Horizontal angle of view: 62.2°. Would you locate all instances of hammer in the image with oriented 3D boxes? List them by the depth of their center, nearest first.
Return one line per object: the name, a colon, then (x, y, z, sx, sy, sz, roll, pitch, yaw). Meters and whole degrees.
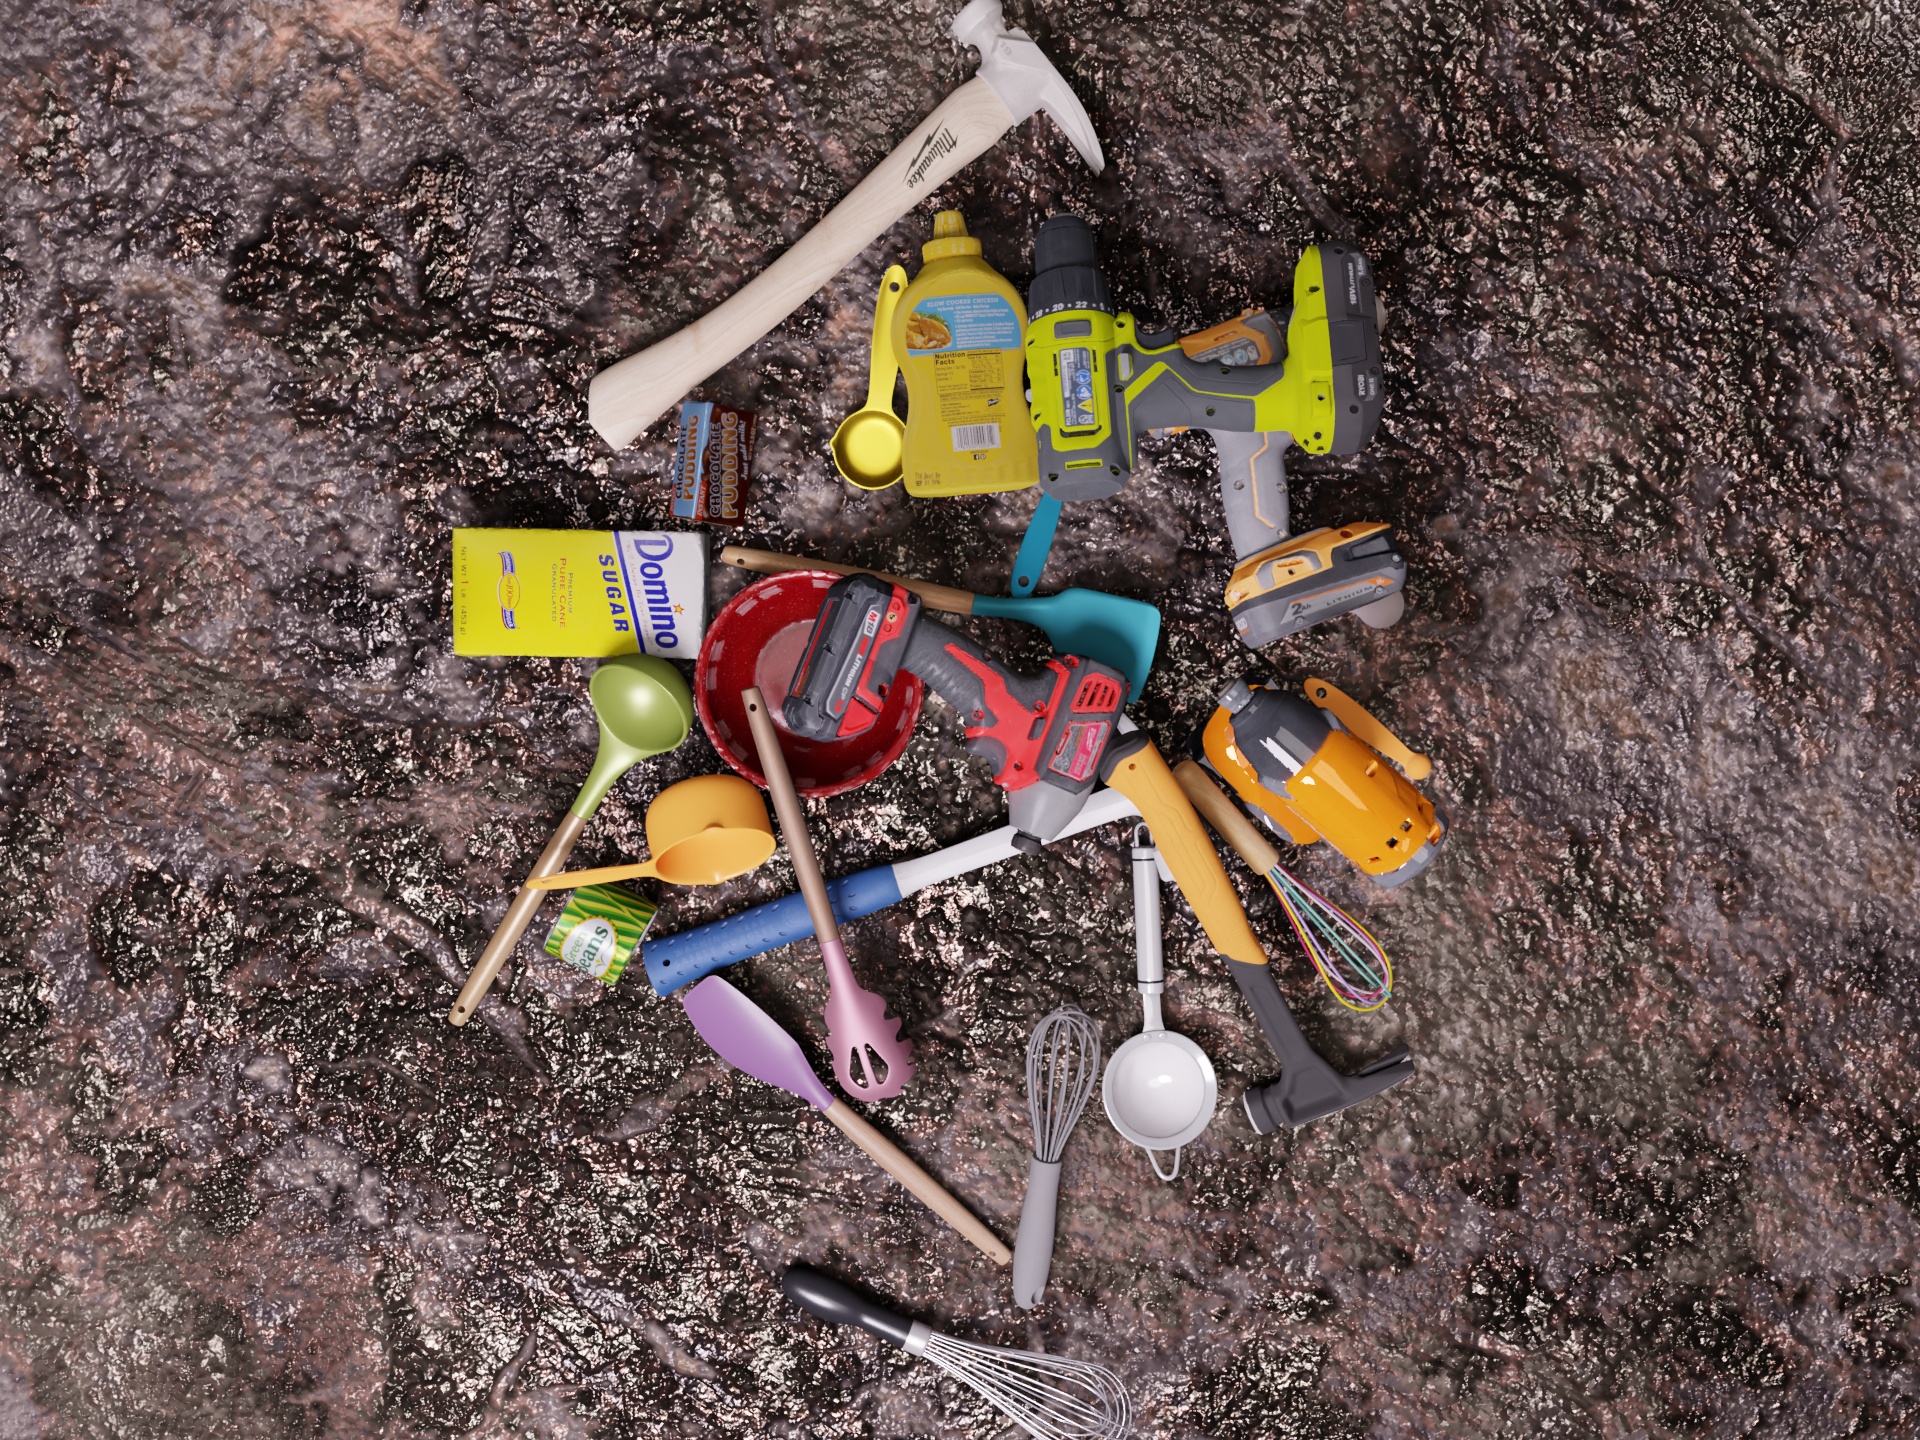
hammer: (0.197, 0.146, 1.121, 0.127, 0.034, 0.336, -26, 110, 16)
hammer: (-0.091, -0.326, 1.129, 0.410, 0.038, 0.146, -39, 96, 2)
hammer: (-0.037, 0.107, 1.157, 0.405, 0.035, 0.144, -20, 85, 2)

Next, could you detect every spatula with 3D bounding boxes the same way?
spatula: (-0.017, -0.085, 1.145, 0.317, 0.044, 0.082, 11, 124, -1)
spatula: (-0.080, 0.301, 1.175, 0.316, 0.018, 0.059, 43, 120, -9)

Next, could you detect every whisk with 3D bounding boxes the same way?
whisk: (0.235, 0.123, 1.154, 0.047, 0.051, 0.245, -41, 103, 10)
whisk: (0.066, 0.325, 1.181, 0.055, 0.055, 0.239, 7, 99, -2)
whisk: (-0.003, 0.474, 1.187, 0.284, 0.070, 0.070, 24, 93, 2)

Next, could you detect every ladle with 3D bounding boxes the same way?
ladle: (-0.288, 0.091, 1.133, 0.078, 0.062, 0.320, 33, 100, 0)

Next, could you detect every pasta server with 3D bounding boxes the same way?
pasta server: (-0.100, 0.127, 1.121, 0.060, 0.040, 0.316, -17, 96, 3)

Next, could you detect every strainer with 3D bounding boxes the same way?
strainer: (0.142, 0.204, 1.175, 0.087, 0.050, 0.258, -2, 89, -9)

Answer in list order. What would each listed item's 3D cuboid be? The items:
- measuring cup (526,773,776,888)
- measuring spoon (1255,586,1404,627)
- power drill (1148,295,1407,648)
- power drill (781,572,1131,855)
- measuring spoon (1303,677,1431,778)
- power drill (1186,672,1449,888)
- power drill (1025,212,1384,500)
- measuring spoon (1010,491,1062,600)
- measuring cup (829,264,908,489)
measuring cup: (-0.220, 0.082, 1.122, 0.173, 0.095, 0.052, -9, 62, -11)
measuring spoon: (0.265, -0.088, 1.166, 0.124, 0.018, 0.034, 4, 94, -1)
power drill: (0.241, -0.185, 1.127, 0.185, 0.084, 0.226, -21, 87, 0)
power drill: (-0.002, -0.003, 1.085, 0.219, 0.078, 0.143, 22, 87, -16)
measuring spoon: (0.302, 0.006, 1.178, 0.117, 0.011, 0.021, 37, 92, -4)
power drill: (0.222, 0.025, 1.069, 0.164, 0.226, 0.084, 41, 92, -4)
power drill: (0.156, -0.252, 1.063, 0.228, 0.080, 0.190, -4, 83, 5)
measuring spoon: (0.063, -0.148, 1.153, 0.042, 0.021, 0.128, 19, 94, -3)
measuring cup: (-0.055, -0.243, 1.133, 0.062, 0.029, 0.156, 8, 99, -4)
